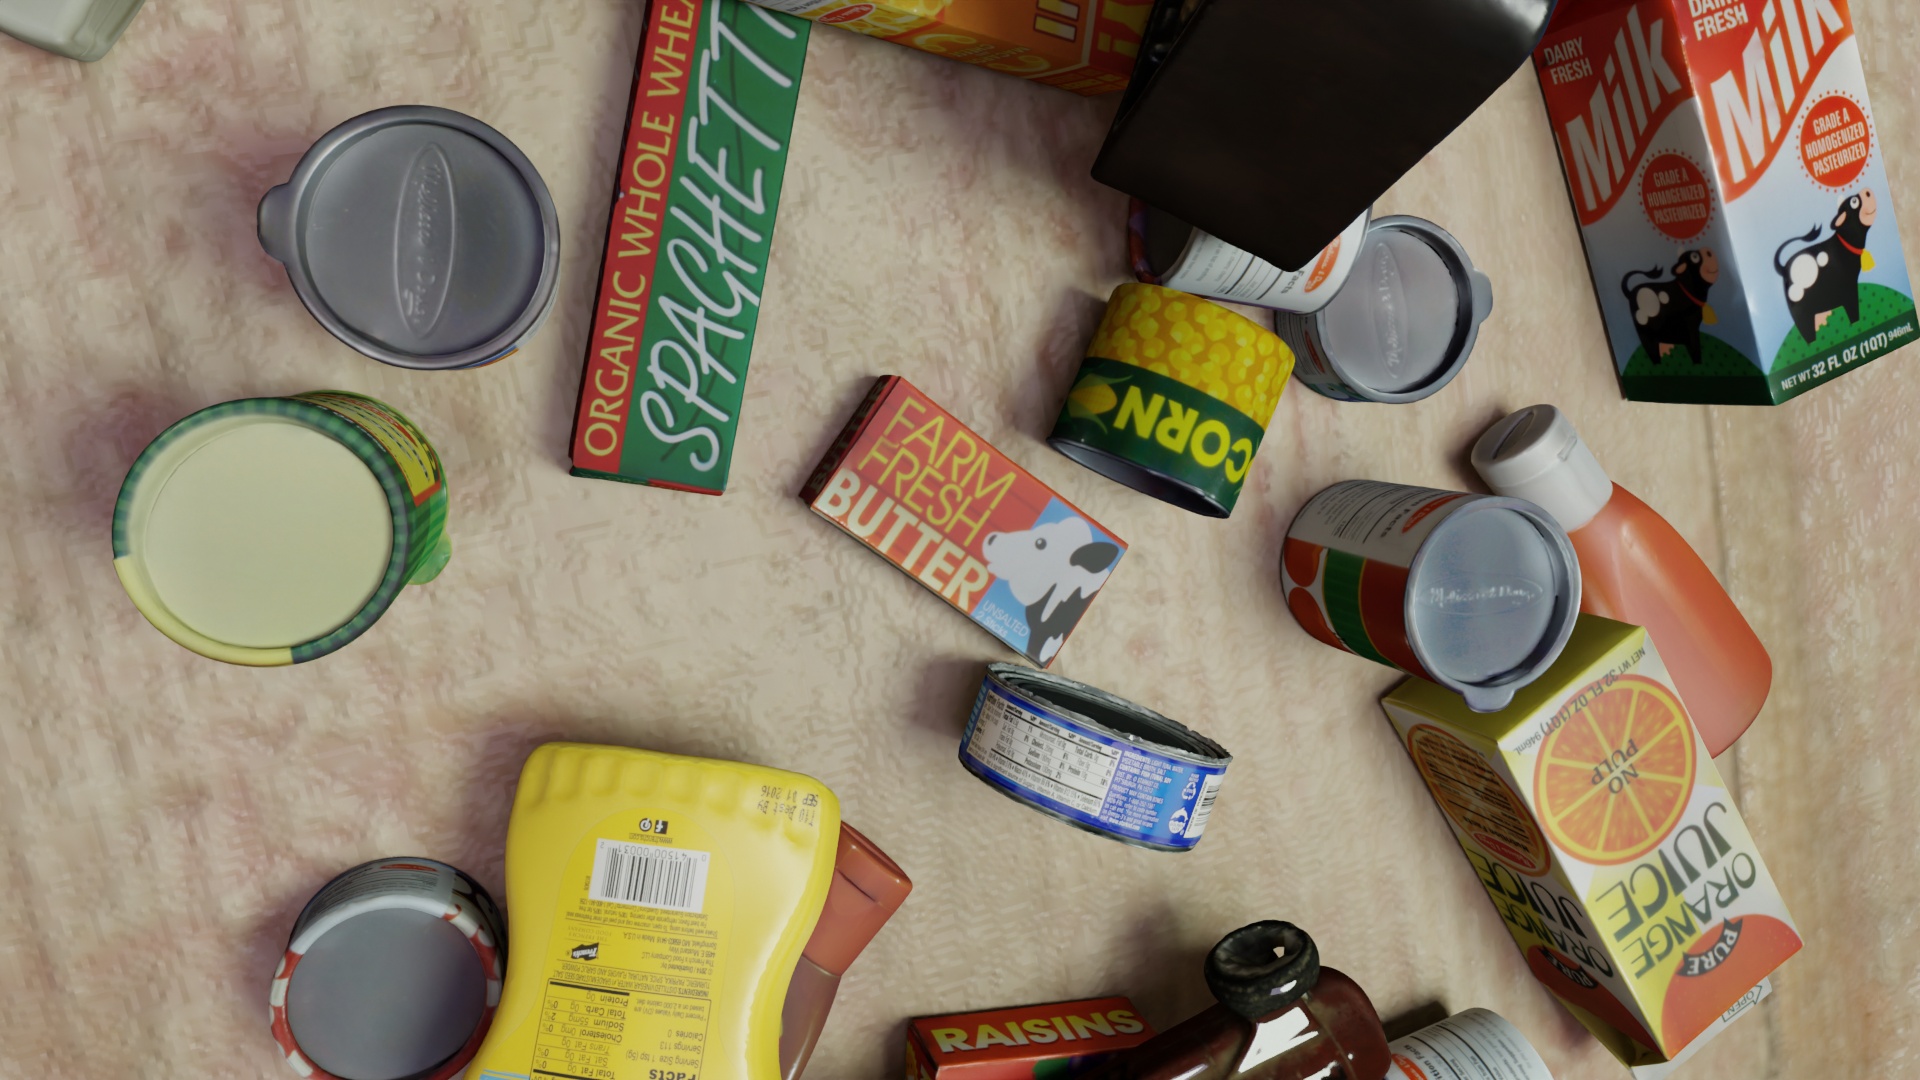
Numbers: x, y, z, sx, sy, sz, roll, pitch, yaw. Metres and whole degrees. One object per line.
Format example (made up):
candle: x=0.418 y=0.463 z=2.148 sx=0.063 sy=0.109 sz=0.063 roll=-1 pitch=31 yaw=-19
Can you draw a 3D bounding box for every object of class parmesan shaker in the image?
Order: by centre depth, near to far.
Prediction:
parmesan shaker: x=-0.175 y=-0.006 z=0.377 sx=0.071 sy=0.103 sz=0.071 roll=-2 pitch=97 yaw=-16

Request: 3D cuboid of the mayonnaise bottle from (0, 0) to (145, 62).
mayonnaise bottle: x=-0.286 y=-0.190 z=0.358 sx=0.148 sy=0.041 sz=0.065 roll=30 pitch=89 yaw=-17

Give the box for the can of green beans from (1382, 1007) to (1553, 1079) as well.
can of green beans: x=0.186 y=0.218 z=0.526 sx=0.058 sy=0.071 sz=0.071 roll=-16 pitch=100 yaw=-14

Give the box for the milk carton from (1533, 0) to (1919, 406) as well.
milk carton: x=0.273 y=-0.150 z=0.507 sx=0.072 sy=0.073 sz=0.190 roll=-22 pitch=101 yaw=-12

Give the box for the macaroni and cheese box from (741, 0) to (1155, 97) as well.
macaroni and cheese box: x=-0.008 y=-0.213 z=0.413 sx=0.167 sy=0.040 sz=0.123 roll=3 pitch=97 yaw=-34

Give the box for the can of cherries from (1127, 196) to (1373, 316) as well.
can of cherries: x=0.094 y=-0.113 z=0.466 sx=0.058 sy=0.071 sz=0.071 roll=6 pitch=95 yaw=-16

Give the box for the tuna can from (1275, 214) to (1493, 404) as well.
tuna can: x=0.152 y=-0.083 z=0.501 sx=0.071 sy=0.033 sz=0.071 roll=-2 pitch=97 yaw=-16

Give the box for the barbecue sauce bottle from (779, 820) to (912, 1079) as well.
barbecue sauce bottle: x=-0.076 y=0.160 z=0.455 sx=0.065 sy=0.043 sz=0.148 roll=40 pitch=84 yaw=-5

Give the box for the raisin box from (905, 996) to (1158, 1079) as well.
raisin box: x=0.024 y=0.232 z=0.494 sx=0.086 sy=0.040 sz=0.123 roll=1 pitch=97 yaw=-17

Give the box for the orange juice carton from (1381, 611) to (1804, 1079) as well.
orange juice carton: x=0.248 y=0.122 z=0.529 sx=0.072 sy=0.073 sz=0.192 roll=-35 pitch=105 yaw=-10

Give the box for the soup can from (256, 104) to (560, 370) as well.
soup can: x=-0.148 y=-0.081 z=0.387 sx=0.071 sy=0.084 sz=0.071 roll=-2 pitch=96 yaw=-16

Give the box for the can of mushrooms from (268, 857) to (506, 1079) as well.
can of mushrooms: x=-0.175 y=0.137 z=0.429 sx=0.071 sy=0.033 sz=0.071 roll=-2 pitch=96 yaw=-17

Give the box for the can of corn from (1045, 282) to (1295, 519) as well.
can of corn: x=0.071 y=-0.046 z=0.461 sx=0.071 sy=0.071 sz=0.058 roll=24 pitch=89 yaw=-17

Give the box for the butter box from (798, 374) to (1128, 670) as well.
butter box: x=0.002 y=-0.006 z=0.470 sx=0.103 sy=0.024 sz=0.053 roll=36 pitch=86 yaw=-17

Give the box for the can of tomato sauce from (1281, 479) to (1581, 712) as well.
can of tomato sauce: x=0.162 y=0.016 z=0.488 sx=0.071 sy=0.083 sz=0.071 roll=-2 pitch=97 yaw=-16

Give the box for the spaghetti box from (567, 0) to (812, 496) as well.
spaghetti box: x=-0.076 y=-0.138 z=0.431 sx=0.050 sy=0.029 sz=0.249 roll=10 pitch=93 yaw=-17

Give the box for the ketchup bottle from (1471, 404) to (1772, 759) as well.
ketchup bottle: x=0.253 y=0.014 z=0.534 sx=0.065 sy=0.043 sz=0.148 roll=-47 pitch=106 yaw=-22
